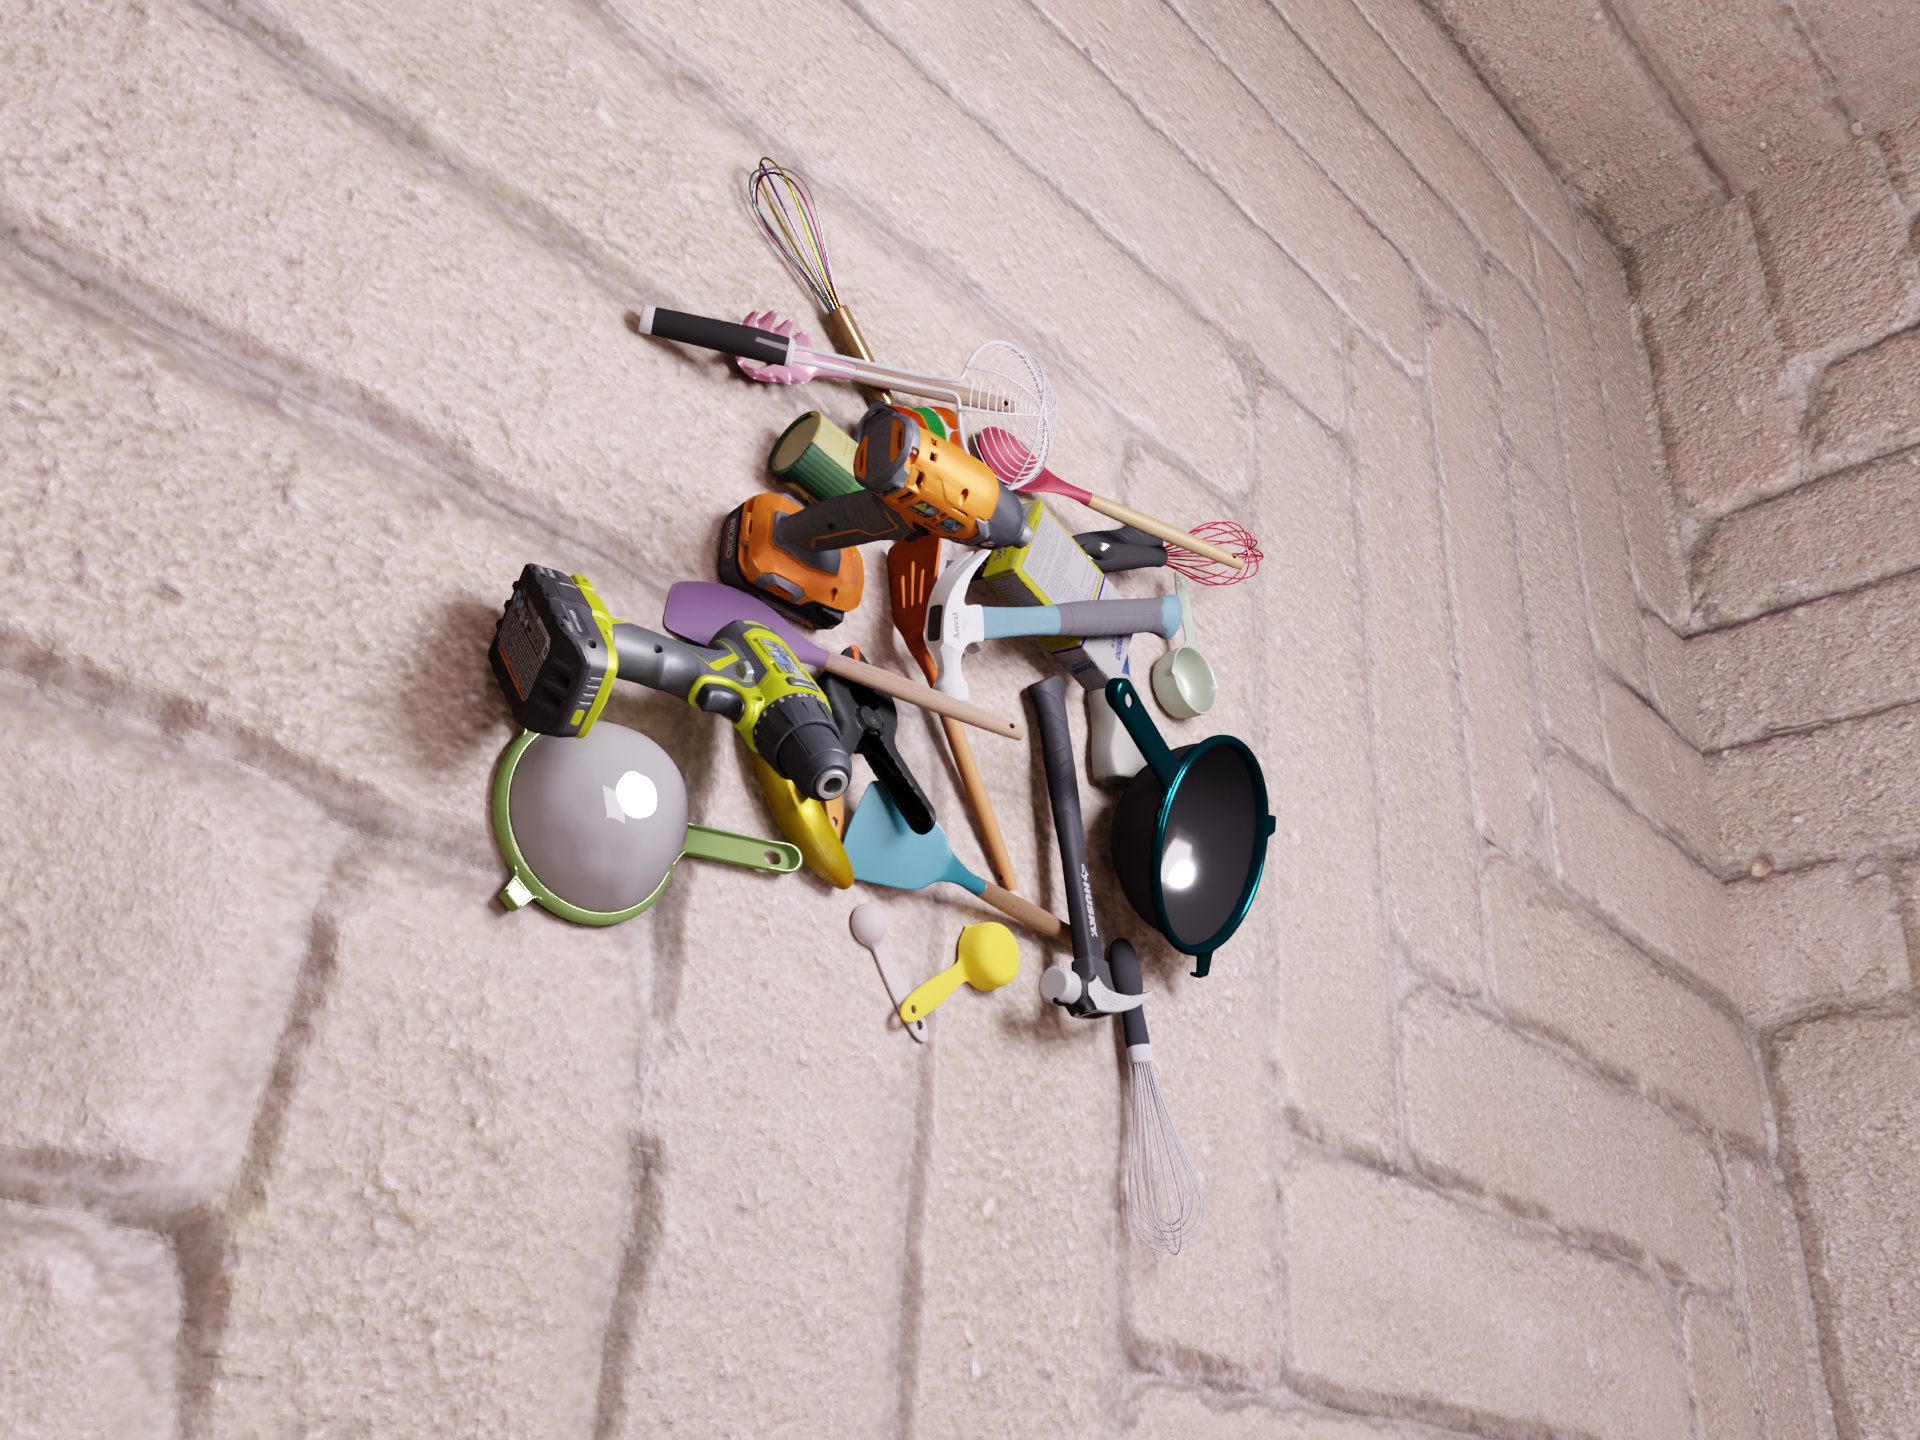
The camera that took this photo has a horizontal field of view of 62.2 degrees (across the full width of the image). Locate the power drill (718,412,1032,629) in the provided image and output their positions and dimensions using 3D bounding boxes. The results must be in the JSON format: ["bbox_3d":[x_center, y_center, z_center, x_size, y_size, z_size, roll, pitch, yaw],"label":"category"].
[{"bbox_3d":[-0.063,-0.147,1.245,0.164,0.226,0.084,25,57,-40],"label":"power drill"}]

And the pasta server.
[{"bbox_3d":[-0.070,-0.308,1.423,0.316,0.040,0.060,4,87,-38],"label":"pasta server"}]

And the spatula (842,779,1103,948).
[{"bbox_3d":[0.024,0.148,1.367,0.317,0.044,0.082,33,71,-43],"label":"spatula"}]

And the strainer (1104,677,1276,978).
[{"bbox_3d":[0.178,0.073,1.486,0.211,0.095,0.340,-59,135,-26],"label":"strainer"}]

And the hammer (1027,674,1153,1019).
[{"bbox_3d":[0.103,0.109,1.447,0.146,0.035,0.335,28,47,-49],"label":"hammer"}]

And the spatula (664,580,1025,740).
[{"bbox_3d":[-0.086,-0.042,1.274,0.315,0.018,0.060,21,57,-21],"label":"spatula"}]

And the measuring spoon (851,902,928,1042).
[{"bbox_3d":[-0.050,0.202,1.272,0.034,0.018,0.124,-33,100,-50],"label":"measuring spoon"}]

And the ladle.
[{"bbox_3d":[0.152,-0.215,1.602,0.315,0.031,0.069,21,52,-17],"label":"ladle"}]

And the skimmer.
[{"bbox_3d":[-0.087,-0.284,1.333,0.363,0.090,0.127,11,82,-12],"label":"skimmer"}]

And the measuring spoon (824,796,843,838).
[{"bbox_3d":[-0.109,0.039,1.285,0.021,0.011,0.117,6,73,-55],"label":"measuring spoon"}]

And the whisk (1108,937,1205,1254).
[{"bbox_3d":[0.168,0.334,1.436,0.070,0.070,0.285,15,59,-45],"label":"whisk"}]

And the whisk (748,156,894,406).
[{"bbox_3d":[-0.122,-0.390,1.431,0.051,0.047,0.245,-43,110,-50],"label":"whisk"}]

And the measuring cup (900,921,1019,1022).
[{"bbox_3d":[0.002,0.211,1.310,0.156,0.029,0.062,-26,95,-56],"label":"measuring cup"}]

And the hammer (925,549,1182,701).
[{"bbox_3d":[0.093,-0.089,1.437,0.331,0.033,0.128,-6,93,-45],"label":"hammer"}]

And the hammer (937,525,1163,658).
[{"bbox_3d":[0.087,-0.159,1.573,0.409,0.036,0.149,-16,88,-51],"label":"hammer"}]

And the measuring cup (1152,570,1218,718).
[{"bbox_3d":[0.231,-0.080,1.700,0.083,0.038,0.168,18,59,-43],"label":"measuring cup"}]

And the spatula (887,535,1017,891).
[{"bbox_3d":[-0.002,-0.004,1.394,0.041,0.081,0.322,-24,98,-36],"label":"spatula"}]

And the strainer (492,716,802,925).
[{"bbox_3d":[-0.199,0.072,1.119,0.256,0.069,0.152,18,61,-42],"label":"strainer"}]

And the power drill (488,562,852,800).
[{"bbox_3d":[-0.190,-0.021,1.092,0.228,0.080,0.191,14,23,-36],"label":"power drill"}]

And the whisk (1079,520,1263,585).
[{"bbox_3d":[0.219,-0.172,1.665,0.295,0.073,0.073,-7,79,-44],"label":"whisk"}]
